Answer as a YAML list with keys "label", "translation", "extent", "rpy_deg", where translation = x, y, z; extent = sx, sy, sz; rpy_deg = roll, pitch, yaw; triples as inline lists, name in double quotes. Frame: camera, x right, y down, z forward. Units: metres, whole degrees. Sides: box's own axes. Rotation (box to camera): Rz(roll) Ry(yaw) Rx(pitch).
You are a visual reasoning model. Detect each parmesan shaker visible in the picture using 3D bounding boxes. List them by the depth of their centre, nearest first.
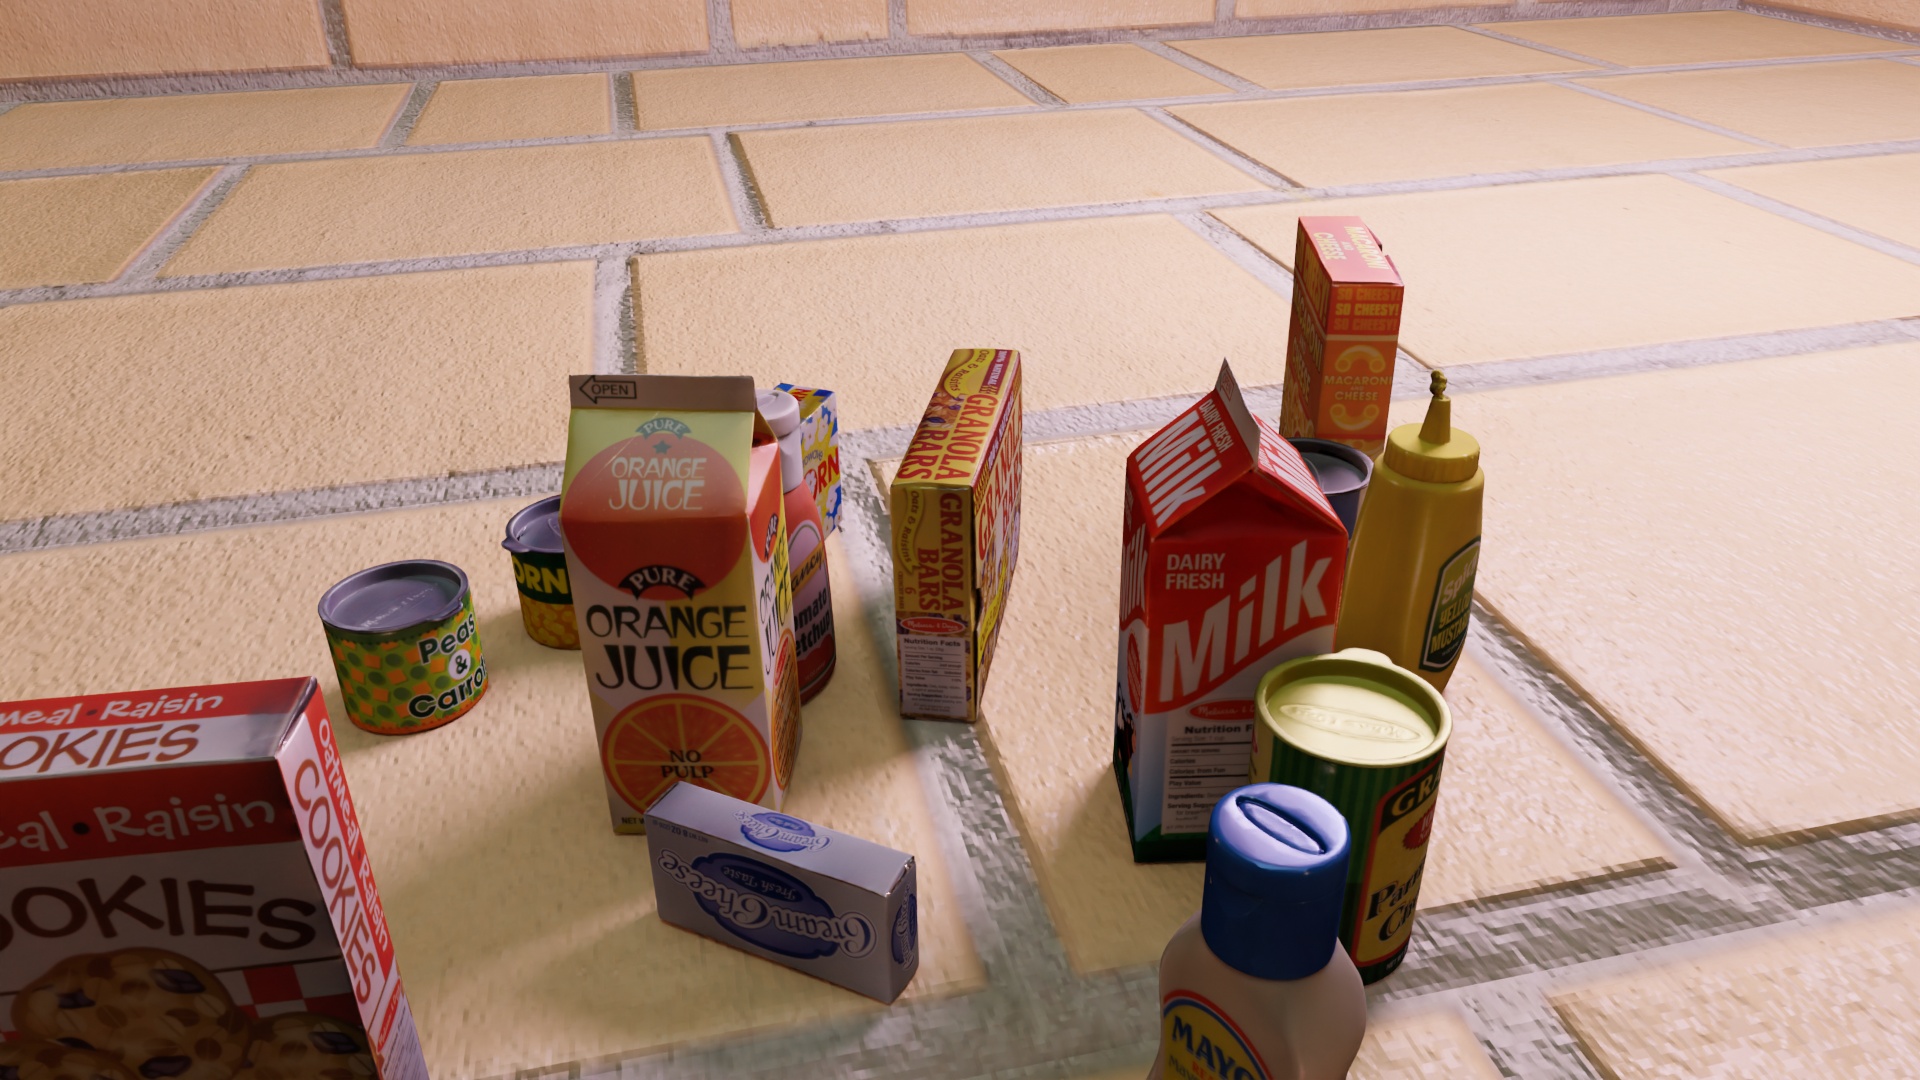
- label: "parmesan shaker"
  translation: [0.137, 0.100, 0.504]
  extent: [0.071, 0.102, 0.071]
  rpy_deg: [-1, 28, 1]

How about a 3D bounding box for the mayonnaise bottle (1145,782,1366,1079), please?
- label: "mayonnaise bottle"
  translation: [0.083, 0.137, 0.391]
  extent: [0.041, 0.147, 0.065]
  rpy_deg: [-22, 35, -34]

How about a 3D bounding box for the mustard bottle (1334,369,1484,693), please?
- label: "mustard bottle"
  translation: [0.206, 0.000, 0.627]
  extent: [0.049, 0.159, 0.065]
  rpy_deg: [23, 37, 38]

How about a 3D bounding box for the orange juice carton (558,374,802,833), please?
- label: "orange juice carton"
  translation: [-0.110, 0.022, 0.562]
  extent: [0.072, 0.191, 0.073]
  rpy_deg: [0, 28, 2]

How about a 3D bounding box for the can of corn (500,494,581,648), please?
- label: "can of corn"
  translation: [-0.198, 0.016, 0.716]
  extent: [0.071, 0.058, 0.071]
  rpy_deg: [-1, 28, 1]

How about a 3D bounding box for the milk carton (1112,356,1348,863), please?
- label: "milk carton"
  translation: [0.102, 0.029, 0.545]
  extent: [0.073, 0.189, 0.073]
  rpy_deg: [-2, 28, -1]

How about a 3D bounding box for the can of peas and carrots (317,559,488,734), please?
- label: "can of peas and carrots"
  translation: [-0.259, 0.050, 0.655]
  extent: [0.071, 0.058, 0.071]
  rpy_deg: [-1, 28, 1]

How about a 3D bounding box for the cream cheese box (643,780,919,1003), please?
- label: "cream cheese box"
  translation: [-0.065, 0.128, 0.510]
  extent: [0.104, 0.053, 0.024]
  rpy_deg: [12, 31, 23]

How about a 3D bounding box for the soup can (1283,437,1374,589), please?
- label: "soup can"
  translation: [0.171, -0.002, 0.711]
  extent: [0.071, 0.083, 0.072]
  rpy_deg: [-1, 28, 1]

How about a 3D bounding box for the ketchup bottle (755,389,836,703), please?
- label: "ketchup bottle"
  translation: [-0.089, 0.005, 0.638]
  extent: [0.043, 0.148, 0.065]
  rpy_deg: [14, 32, 26]

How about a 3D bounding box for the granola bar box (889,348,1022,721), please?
- label: "granola bar box"
  translation: [0.002, -0.009, 0.686]
  extent: [0.039, 0.123, 0.166]
  rpy_deg: [4, 29, 9]

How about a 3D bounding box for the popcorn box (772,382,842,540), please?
- label: "popcorn box"
  translation: [-0.106, -0.023, 0.756]
  extent: [0.038, 0.084, 0.127]
  rpy_deg: [8, 30, 17]

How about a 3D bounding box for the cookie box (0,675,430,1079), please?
- label: "cookie box"
  translation: [-0.238, 0.122, 0.408]
  extent: [0.123, 0.166, 0.040]
  rpy_deg: [-4, 28, -6]

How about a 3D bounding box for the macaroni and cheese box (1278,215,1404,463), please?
- label: "macaroni and cheese box"
  translation: [0.208, -0.083, 0.774]
  extent: [0.040, 0.165, 0.124]
  rpy_deg: [1, 28, 4]
